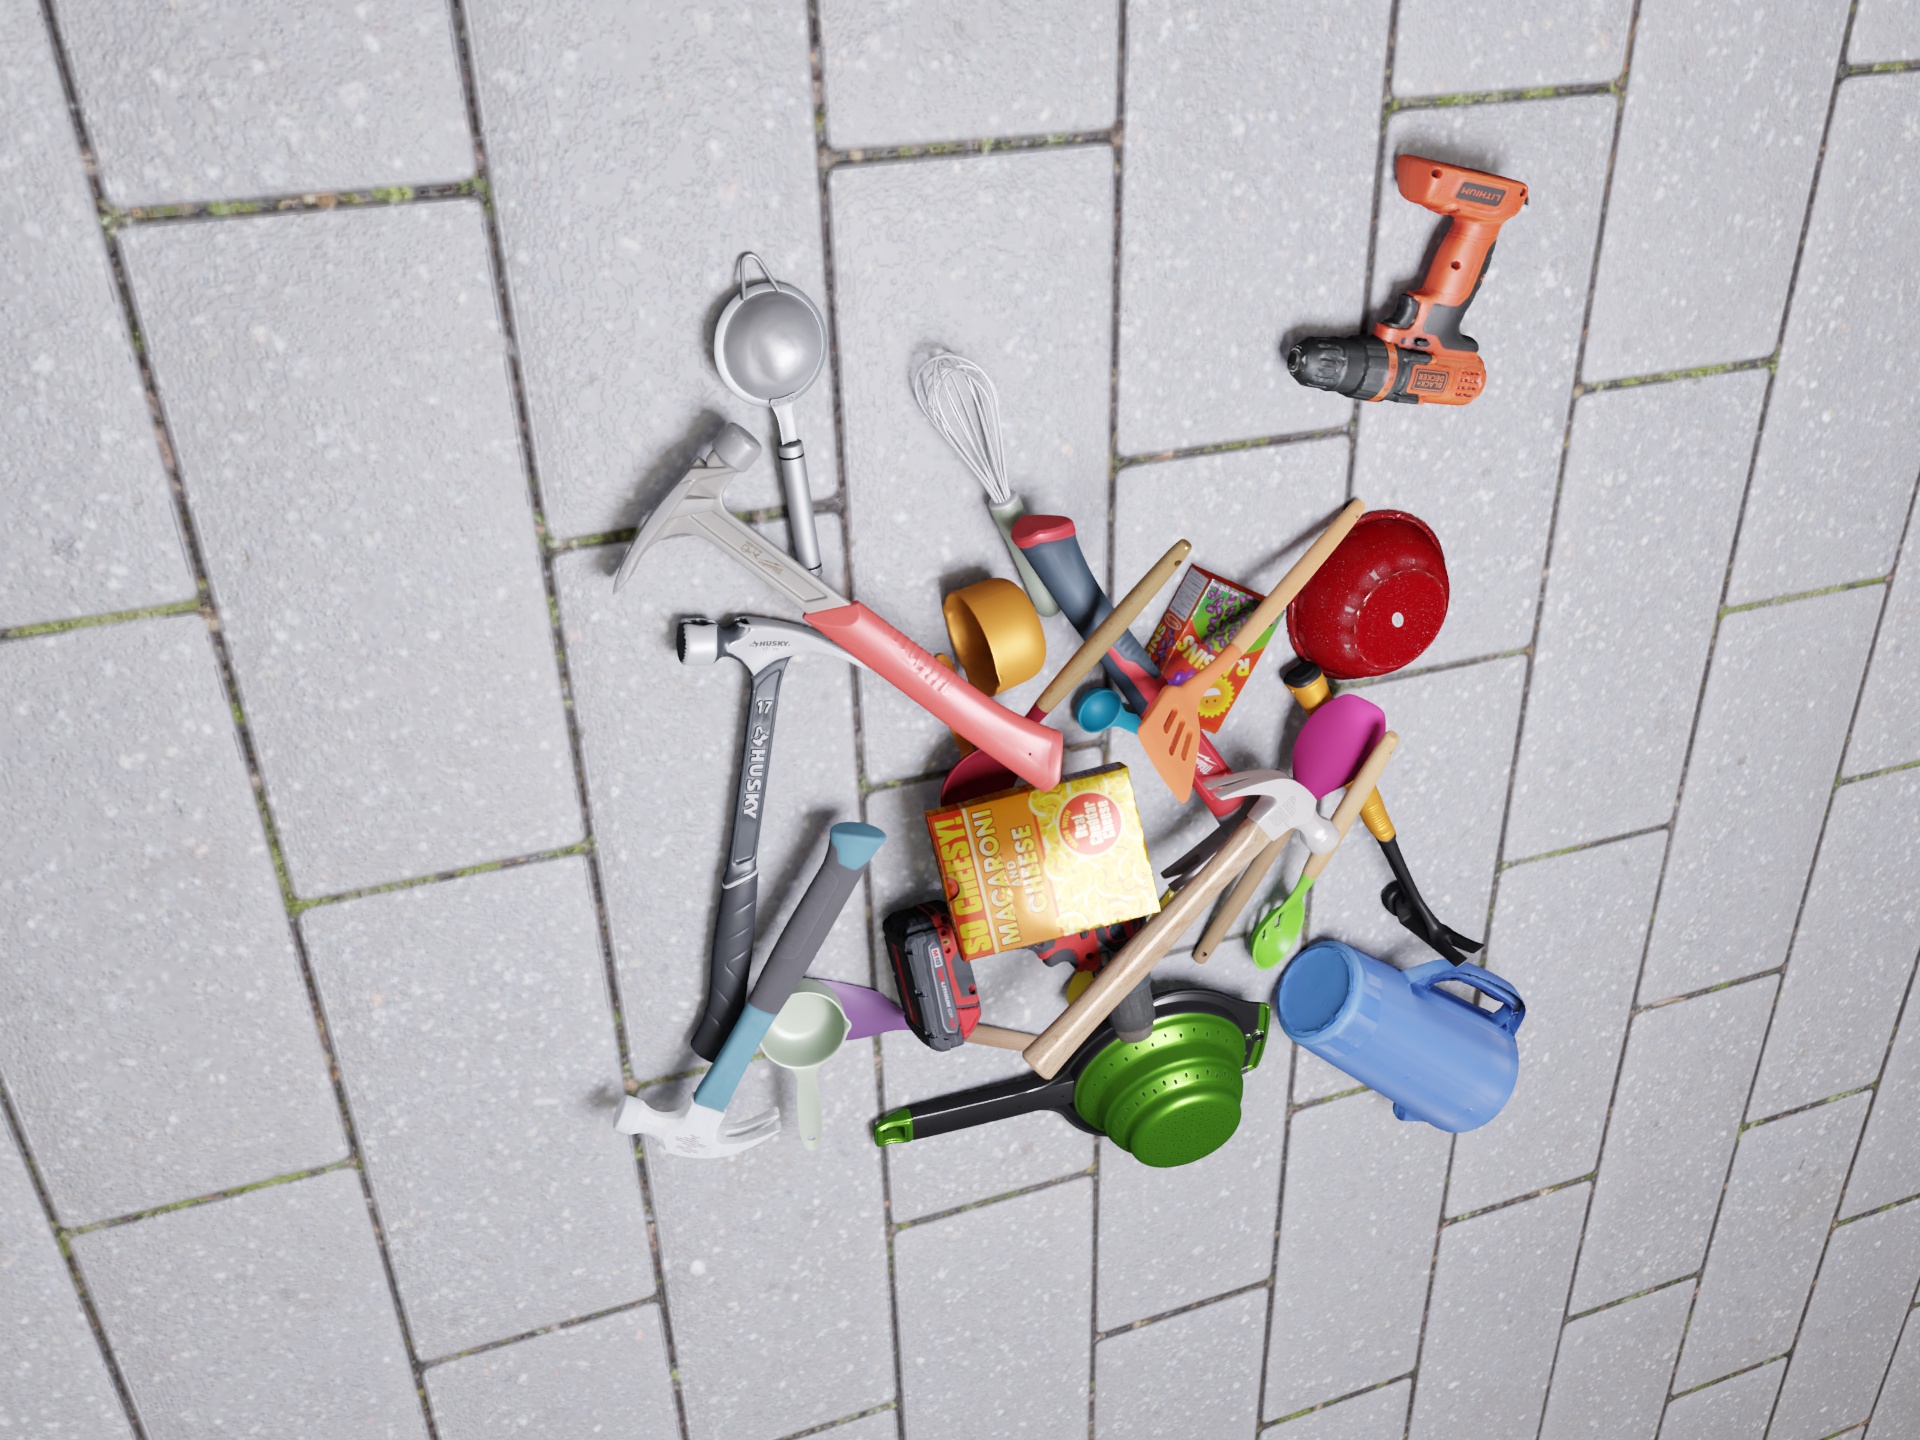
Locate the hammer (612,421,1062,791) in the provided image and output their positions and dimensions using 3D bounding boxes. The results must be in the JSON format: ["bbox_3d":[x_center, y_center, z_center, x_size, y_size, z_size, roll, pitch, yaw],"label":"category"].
[{"bbox_3d":[-0.072,-0.053,1.168,0.359,0.037,0.149,37,105,-17],"label":"hammer"}]

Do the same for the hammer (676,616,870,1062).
[{"bbox_3d":[-0.171,0.108,1.282,0.149,0.036,0.408,-1,117,-23],"label":"hammer"}]

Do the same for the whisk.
[{"bbox_3d":[0.029,-0.174,1.214,0.059,0.058,0.246,-9,130,22],"label":"whisk"}]

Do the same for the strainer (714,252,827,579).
[{"bbox_3d":[-0.121,-0.202,1.138,0.087,0.050,0.258,-23,127,-24],"label":"strainer"}]

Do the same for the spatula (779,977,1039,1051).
[{"bbox_3d":[-0.019,0.281,1.445,0.315,0.018,0.059,15,109,-27],"label":"spatula"}]

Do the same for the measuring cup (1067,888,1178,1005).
[{"bbox_3d":[0.151,0.207,1.465,0.029,0.062,0.156,36,88,-21],"label":"measuring cup"}]

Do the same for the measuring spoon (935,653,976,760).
[{"bbox_3d":[-0.002,-0.004,1.306,0.021,0.011,0.116,-23,122,-10],"label":"measuring spoon"}]

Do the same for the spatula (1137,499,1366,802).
[{"bbox_3d":[0.243,-0.072,1.289,0.323,0.041,0.081,-47,120,-21],"label":"spatula"}]

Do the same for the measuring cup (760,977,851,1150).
[{"bbox_3d":[-0.135,0.297,1.377,0.083,0.038,0.167,-6,115,-9],"label":"measuring cup"}]

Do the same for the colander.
[{"bbox_3d":[0.120,0.370,1.487,0.397,0.095,0.204,-11,132,-12],"label":"colander"}]

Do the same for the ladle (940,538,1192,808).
[{"bbox_3d":[0.079,-0.028,1.240,0.069,0.031,0.315,10,133,-39],"label":"ladle"}]

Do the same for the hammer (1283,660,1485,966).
[{"bbox_3d":[0.379,0.083,1.458,0.034,0.127,0.336,-35,118,-4],"label":"hammer"}]

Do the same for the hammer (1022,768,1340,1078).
[{"bbox_3d":[0.174,0.173,1.347,0.331,0.031,0.130,-46,120,-1],"label":"hammer"}]

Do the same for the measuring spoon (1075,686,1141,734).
[{"bbox_3d":[0.146,-0.002,1.370,0.128,0.021,0.042,16,112,-38],"label":"measuring spoon"}]

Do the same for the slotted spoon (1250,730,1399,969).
[{"bbox_3d":[0.329,0.121,1.445,0.070,0.031,0.313,-20,145,-34],"label":"slotted spoon"}]

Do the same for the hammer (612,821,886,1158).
[{"bbox_3d":[-0.156,0.223,1.302,0.128,0.033,0.331,25,105,-19],"label":"hammer"}]

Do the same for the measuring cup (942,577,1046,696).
[{"bbox_3d":[0.033,-0.040,1.272,0.052,0.095,0.173,-24,141,-15],"label":"measuring cup"}]

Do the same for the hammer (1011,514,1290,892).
[{"bbox_3d":[0.141,-0.013,1.298,0.143,0.038,0.385,-38,123,3],"label":"hammer"}]

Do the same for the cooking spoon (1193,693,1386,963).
[{"bbox_3d":[0.288,0.107,1.442,0.069,0.017,0.318,27,121,2],"label":"cooking spoon"}]

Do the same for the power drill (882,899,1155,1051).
[{"bbox_3d":[0.062,0.216,1.383,0.226,0.080,0.188,-16,100,-16],"label":"power drill"}]
